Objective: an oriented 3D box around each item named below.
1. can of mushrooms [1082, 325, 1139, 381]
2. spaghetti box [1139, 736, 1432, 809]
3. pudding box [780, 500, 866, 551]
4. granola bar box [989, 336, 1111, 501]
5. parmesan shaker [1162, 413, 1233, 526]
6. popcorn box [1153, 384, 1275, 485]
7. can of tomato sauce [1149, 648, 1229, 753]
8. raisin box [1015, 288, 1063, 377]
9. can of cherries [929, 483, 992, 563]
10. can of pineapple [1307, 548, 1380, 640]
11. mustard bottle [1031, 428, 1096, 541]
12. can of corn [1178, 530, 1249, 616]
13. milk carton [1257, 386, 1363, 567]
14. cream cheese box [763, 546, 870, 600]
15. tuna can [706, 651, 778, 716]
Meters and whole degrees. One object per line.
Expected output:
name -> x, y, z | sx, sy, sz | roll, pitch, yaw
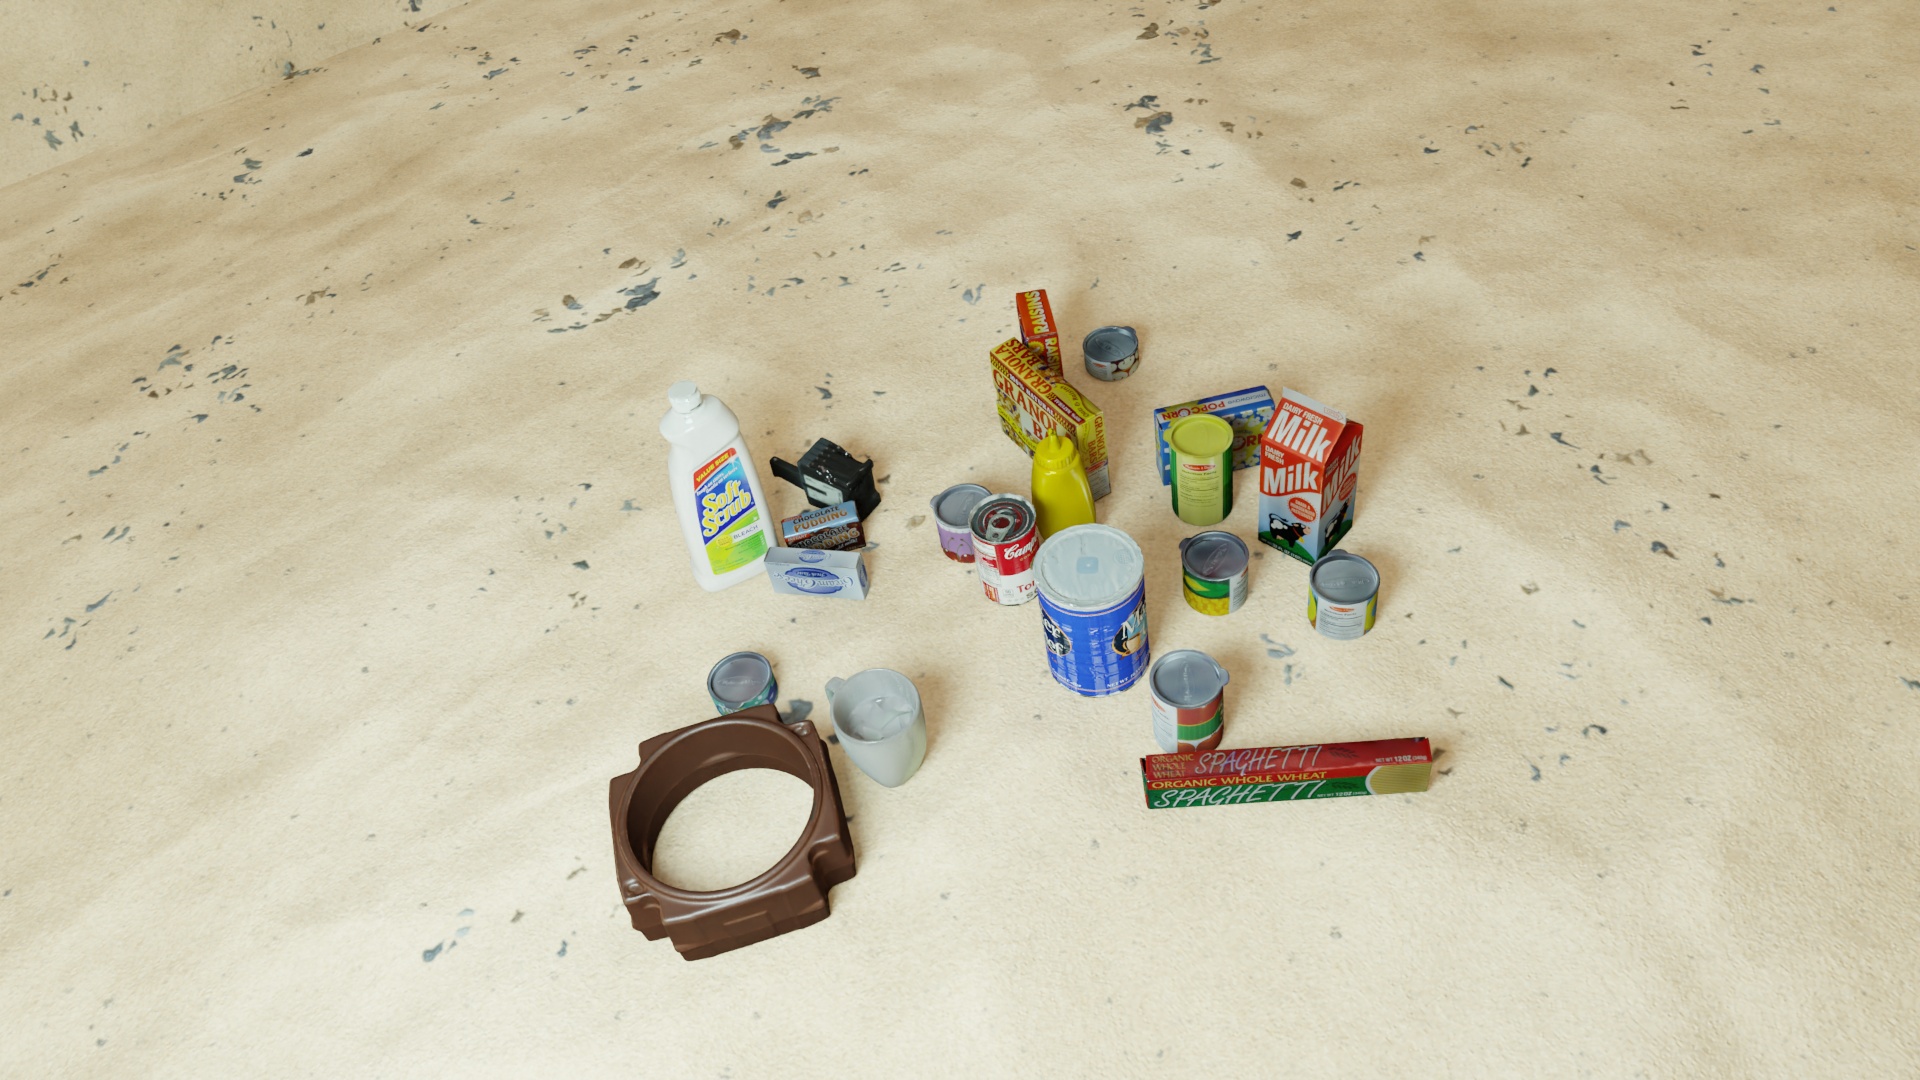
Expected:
can of mushrooms -> 0.182, -0.224, 1.657 | 0.071, 0.033, 0.071 | -5, 47, 6
spaghetti box -> 0.285, 0.206, 1.226 | 0.250, 0.050, 0.029 | -5, 47, 6
pudding box -> -0.148, -0.009, 1.507 | 0.084, 0.049, 0.030 | -15, 47, -3
granola bar box -> 0.097, -0.130, 1.523 | 0.039, 0.123, 0.166 | -30, 49, -16
parmesan shaker -> 0.250, -0.073, 1.456 | 0.071, 0.102, 0.072 | -5, 47, 6
popcorn box -> 0.275, -0.113, 1.501 | 0.127, 0.084, 0.038 | -13, 47, -1
can of tomato sauce -> 0.209, 0.150, 1.270 | 0.071, 0.082, 0.071 | -5, 47, 6
raisin box -> 0.093, -0.215, 1.604 | 0.040, 0.122, 0.086 | -10, 47, 1
can of cherries -> 0.005, -0.019, 1.482 | 0.071, 0.058, 0.072 | -5, 47, 6
can of pineapple -> 0.371, 0.053, 1.347 | 0.071, 0.057, 0.071 | -5, 47, 6
mustard bottle -> 0.103, -0.061, 1.433 | 0.065, 0.159, 0.049 | -13, 47, -1
can of corn -> 0.252, 0.032, 1.388 | 0.071, 0.058, 0.071 | -5, 47, 6
milk carton -> 0.345, -0.069, 1.375 | 0.072, 0.189, 0.074 | 30, 59, 32
cream cheese box -> -0.151, 0.035, 1.465 | 0.104, 0.053, 0.024 | 4, 48, 14
tuna can -> -0.217, 0.148, 1.386 | 0.071, 0.032, 0.071 | -5, 47, 6
